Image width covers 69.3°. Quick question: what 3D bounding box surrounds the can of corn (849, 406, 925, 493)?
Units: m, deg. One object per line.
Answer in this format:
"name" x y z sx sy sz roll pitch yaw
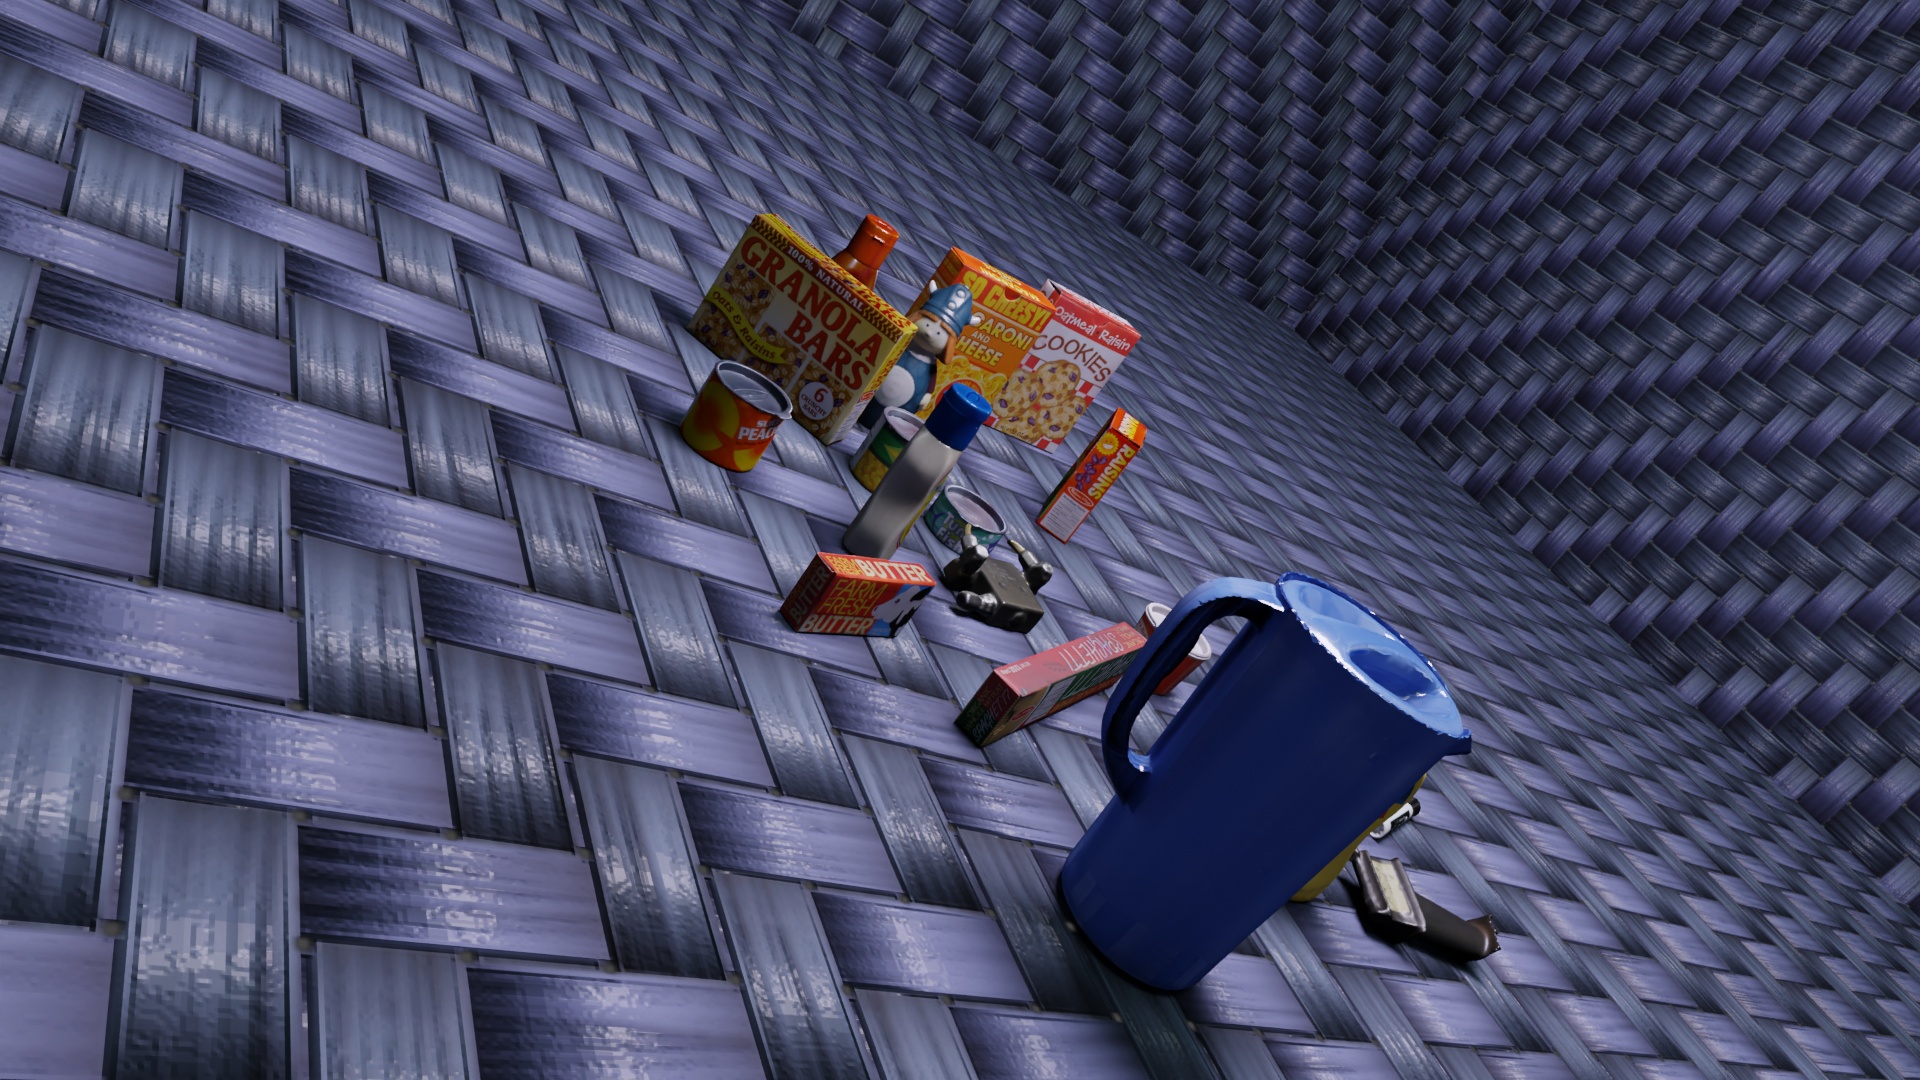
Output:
"can of corn" -0.051 -0.069 1.181 0.071 0.058 0.071 31 21 -14

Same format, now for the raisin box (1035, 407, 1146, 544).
"raisin box" 0.129 -0.064 1.358 0.040 0.123 0.086 36 21 -1

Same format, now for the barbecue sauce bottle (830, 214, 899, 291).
"barbecue sauce bottle" -0.112 -0.236 1.310 0.065 0.148 0.044 29 22 -20

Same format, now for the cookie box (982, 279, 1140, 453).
"cookie box" 0.098 -0.185 1.501 0.123 0.167 0.040 20 26 -37

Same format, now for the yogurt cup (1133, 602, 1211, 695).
"yogurt cup" 0.172 0.095 1.188 0.072 0.053 0.073 31 21 -14

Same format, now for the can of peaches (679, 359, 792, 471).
"can of peaches" -0.168 -0.092 1.047 0.071 0.058 0.071 31 21 -14

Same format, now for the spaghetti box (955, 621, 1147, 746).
"spaghetti box" 0.075 0.102 1.028 0.029 0.050 0.251 43 22 18

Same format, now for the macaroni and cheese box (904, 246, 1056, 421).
"macaroni and cheese box" -0.002 -0.186 1.351 0.124 0.166 0.040 19 27 -38

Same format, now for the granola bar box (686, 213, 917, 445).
"granola bar box" -0.136 -0.181 1.191 0.165 0.123 0.039 40 21 8

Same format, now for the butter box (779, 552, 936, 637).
"butter box" -0.068 0.038 0.937 0.103 0.053 0.024 9 34 -51

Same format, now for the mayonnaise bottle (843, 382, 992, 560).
"mayonnaise bottle" -0.032 -0.050 1.045 0.041 0.147 0.065 37 21 0

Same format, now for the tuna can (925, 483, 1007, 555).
"tuna can" 0.004 -0.015 1.187 0.071 0.032 0.071 31 22 -14
